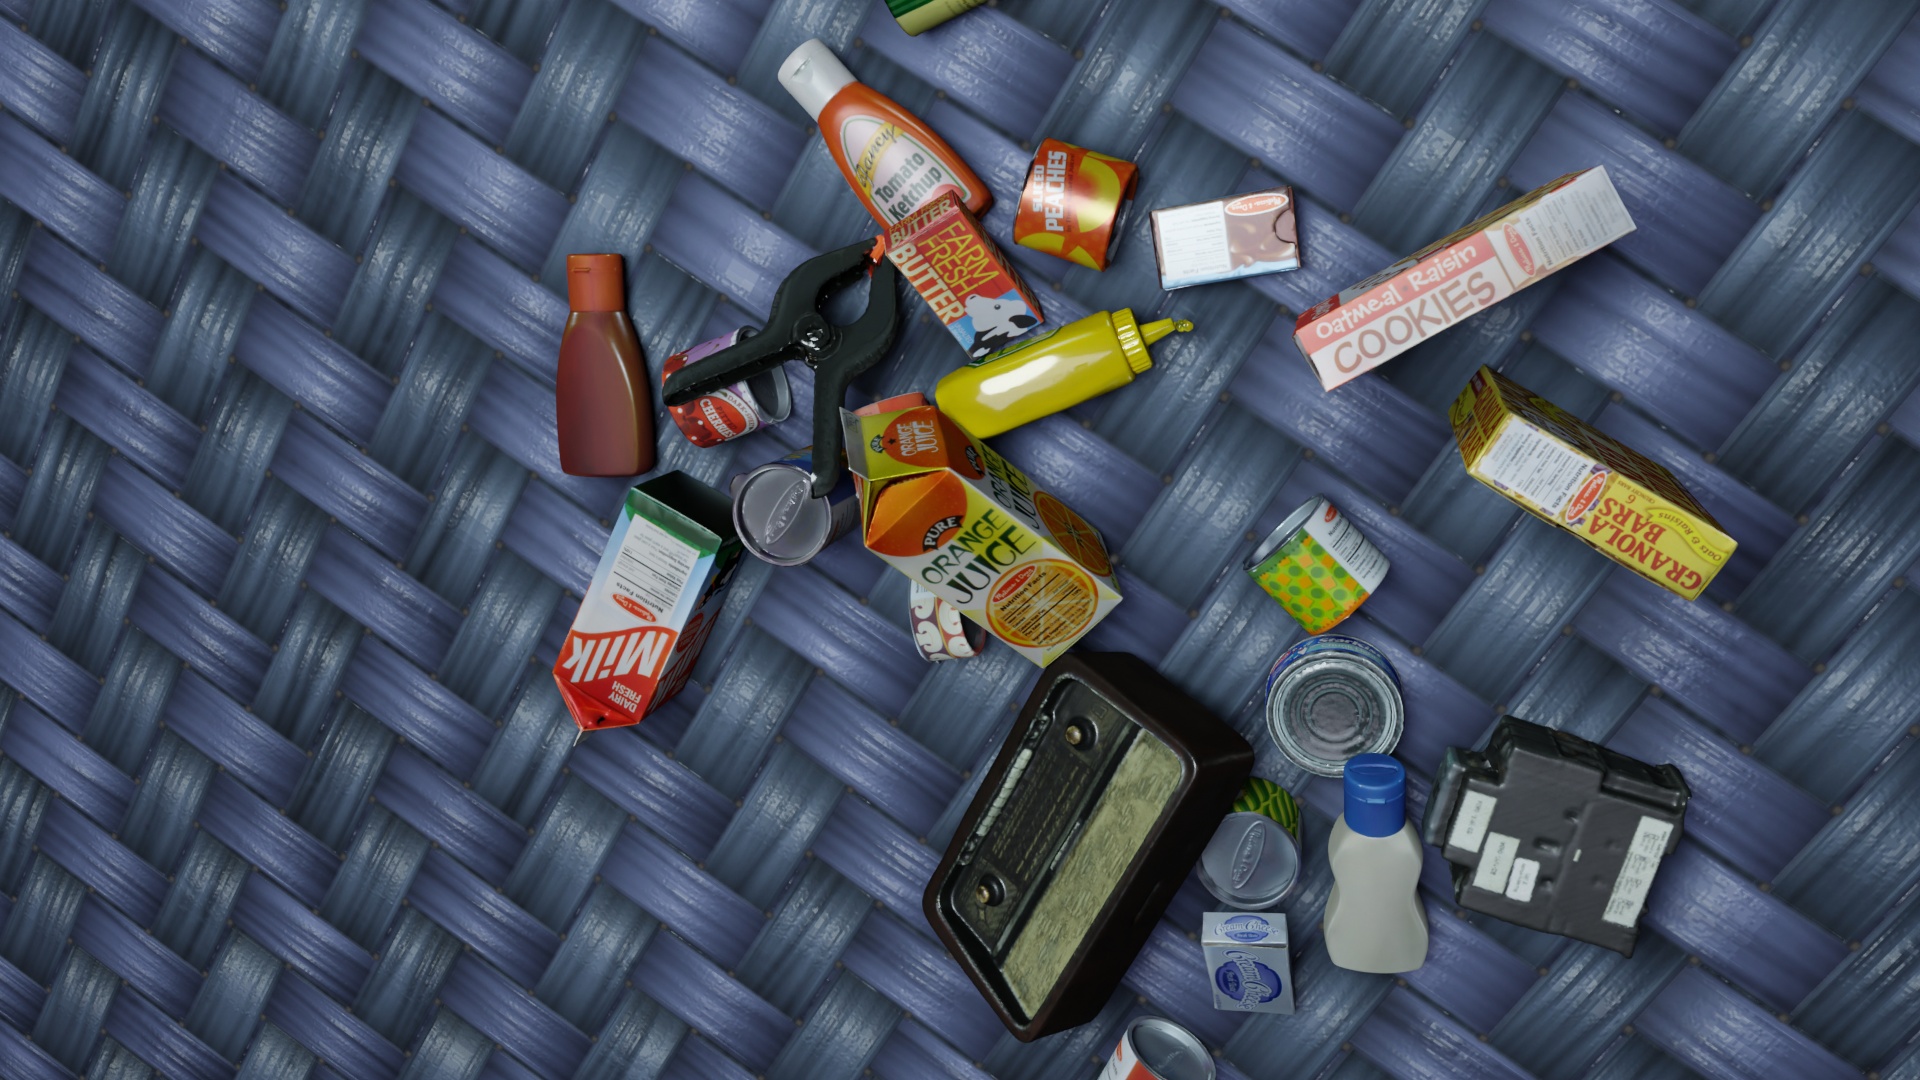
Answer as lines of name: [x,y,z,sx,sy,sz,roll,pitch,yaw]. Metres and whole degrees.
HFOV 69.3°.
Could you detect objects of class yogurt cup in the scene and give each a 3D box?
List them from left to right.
yogurt cup: [-0.042,-0.061,0.889,0.072,0.072,0.054,-18,90,18]

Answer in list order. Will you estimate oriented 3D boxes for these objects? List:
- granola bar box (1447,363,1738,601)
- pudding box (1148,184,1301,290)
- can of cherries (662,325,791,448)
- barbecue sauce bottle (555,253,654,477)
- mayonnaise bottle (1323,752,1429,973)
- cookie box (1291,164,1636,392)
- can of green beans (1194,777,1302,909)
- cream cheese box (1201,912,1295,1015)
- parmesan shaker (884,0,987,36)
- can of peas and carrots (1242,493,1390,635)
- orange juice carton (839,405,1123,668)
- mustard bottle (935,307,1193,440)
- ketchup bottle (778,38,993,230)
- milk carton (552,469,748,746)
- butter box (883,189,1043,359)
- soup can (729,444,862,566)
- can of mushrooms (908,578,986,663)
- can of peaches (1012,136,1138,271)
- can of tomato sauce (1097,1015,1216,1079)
granola bar box: [0.329,-0.036,0.743,0.124,0.166,0.039,31,111,6]
pudding box: [0.158,-0.179,0.826,0.083,0.030,0.049,-7,100,16]
can of cherries: [-0.152,-0.098,0.904,0.058,0.072,0.071,-18,98,18]
barbecue sauce bottle: [-0.243,-0.118,0.938,0.065,0.044,0.148,2,103,14]
mayonnaise bottle: [0.258,0.202,0.864,0.065,0.041,0.147,-2,117,14]
cookie box: [0.265,-0.143,0.756,0.167,0.123,0.040,-28,94,19]
can of green beans: [0.185,0.193,0.890,0.071,0.058,0.071,3,104,14]
cream cheese box: [0.187,0.274,0.898,0.053,0.024,0.103,-2,138,15]
parmesan shaker: [0.003,-0.346,0.806,0.103,0.071,0.071,-19,97,18]
can of peas and carrots: [0.213,0.016,0.839,0.059,0.071,0.070,45,110,1]
orange juice carton: [0.003,-0.010,0.833,0.192,0.072,0.073,35,113,-28]
mustard bottle: [0.065,-0.107,0.852,0.160,0.065,0.048,-21,99,13]
ketchup bottle: [-0.050,-0.243,0.859,0.064,0.044,0.149,-43,89,19]
milk carton: [-0.216,0.054,0.956,0.073,0.072,0.190,29,107,6]
butter box: [0.003,-0.160,0.844,0.053,0.024,0.103,-27,133,19]
soup can: [-0.103,-0.027,0.901,0.071,0.084,0.071,3,103,14]
can of mushrooms: [-0.007,0.047,0.903,0.033,0.071,0.071,-9,101,16]
can of peaches: [0.068,-0.199,0.823,0.058,0.071,0.071,20,107,8]
can of tomato sauce: [0.127,0.379,0.944,0.071,0.071,0.082,27,109,7]
